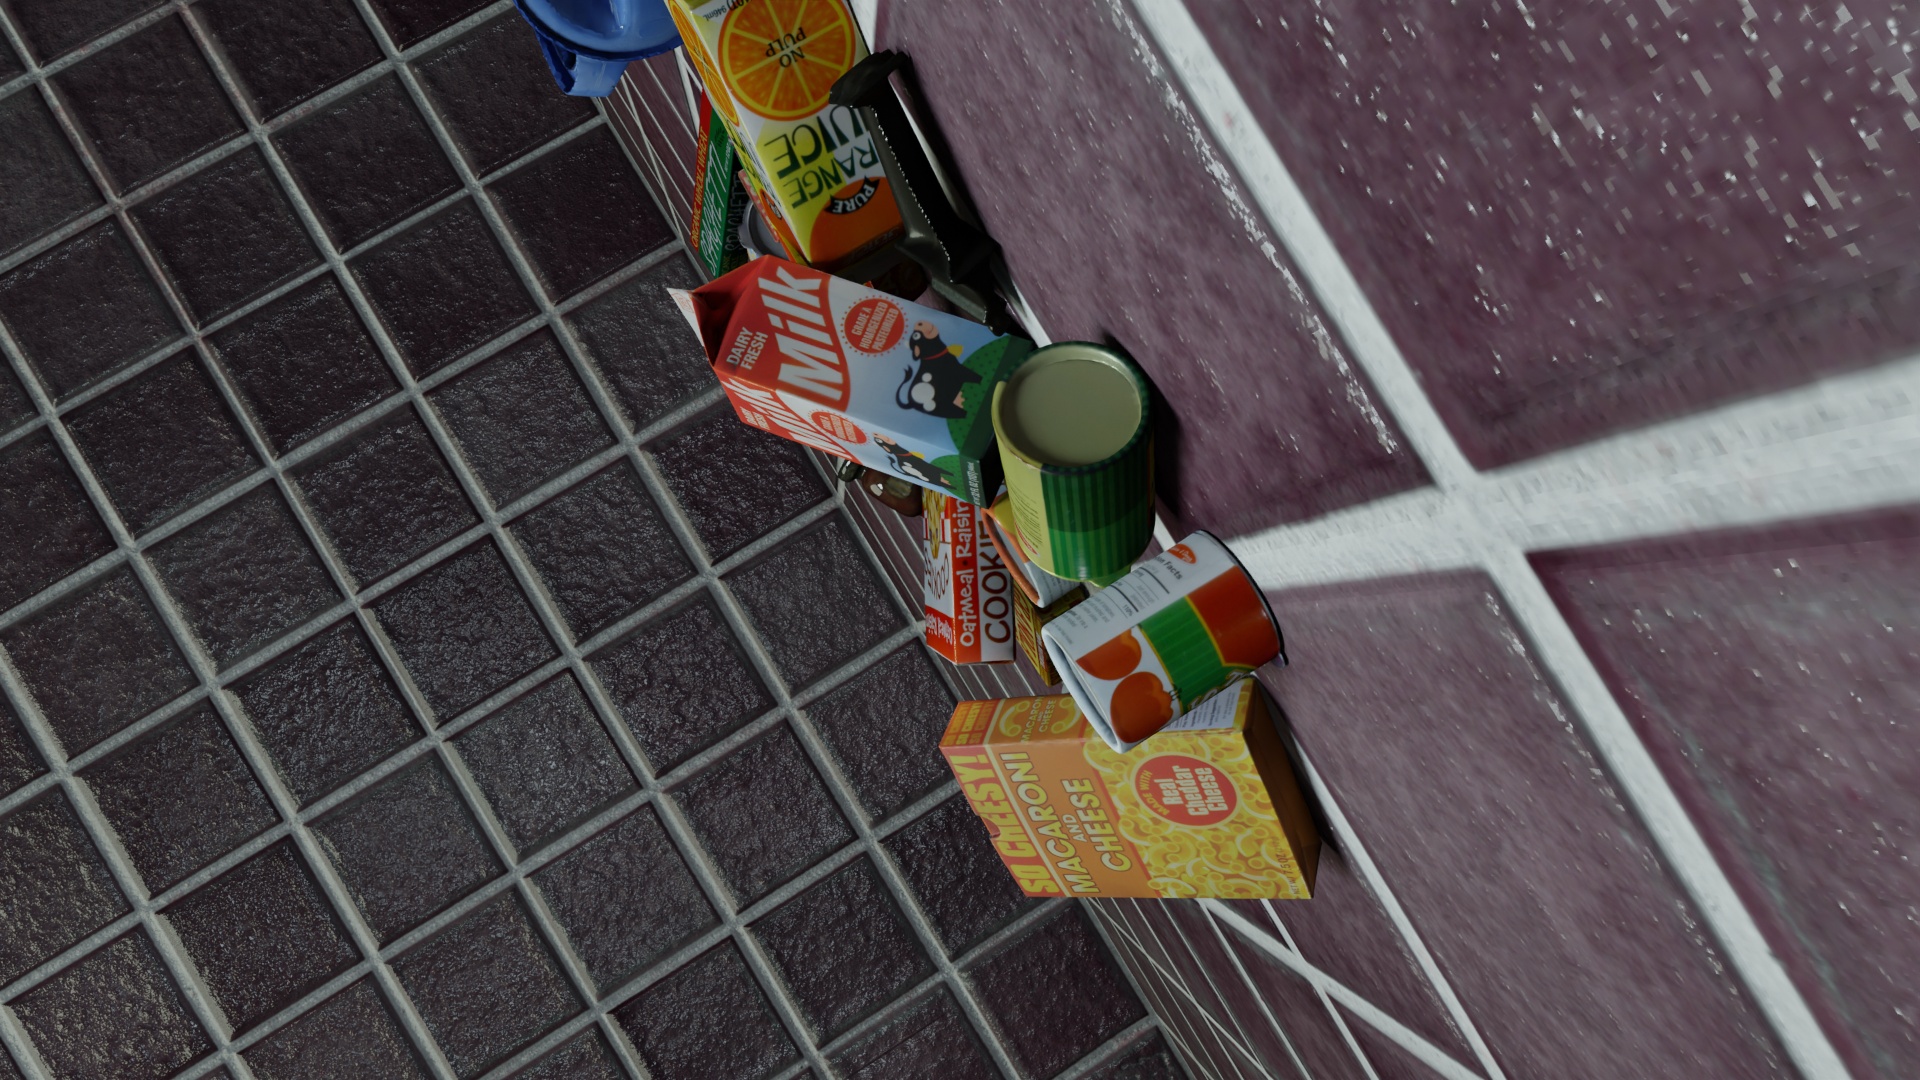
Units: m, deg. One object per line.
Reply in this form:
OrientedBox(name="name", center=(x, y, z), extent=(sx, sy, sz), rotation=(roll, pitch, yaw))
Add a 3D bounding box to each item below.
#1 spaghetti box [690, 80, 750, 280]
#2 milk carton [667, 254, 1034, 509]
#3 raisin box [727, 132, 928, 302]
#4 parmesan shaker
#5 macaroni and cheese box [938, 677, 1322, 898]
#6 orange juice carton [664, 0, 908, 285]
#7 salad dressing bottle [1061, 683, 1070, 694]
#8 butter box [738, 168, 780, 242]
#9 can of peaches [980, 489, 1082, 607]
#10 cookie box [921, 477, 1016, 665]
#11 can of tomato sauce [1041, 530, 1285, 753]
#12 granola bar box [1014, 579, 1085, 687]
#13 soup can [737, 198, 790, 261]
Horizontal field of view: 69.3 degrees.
OrientedBox(name="spaghetti box", center=(-0.175, -0.280, 1.046), extent=(0.050, 0.029, 0.249), rotation=(58, 157, 12))
OrientedBox(name="milk carton", center=(-0.061, -0.089, 0.735), extent=(0.191, 0.073, 0.072), rotation=(20, 164, 12))
OrientedBox(name="raisin box", center=(-0.080, -0.198, 0.841), extent=(0.086, 0.040, 0.123), rotation=(22, 148, 45))
OrientedBox(name="parmesan shaker", center=(0.053, -0.030, 0.602), extent=(0.071, 0.071, 0.102), rotation=(55, 172, 25))
OrientedBox(name="macaroni and cheese box", center=(0.088, 0.133, 0.723), extent=(0.123, 0.166, 0.040), rotation=(63, -146, -30))
OrientedBox(name="orange juice carton", center=(-0.078, -0.213, 0.721), extent=(0.073, 0.072, 0.191), rotation=(52, 170, 48))
OrientedBox(name="salad dressing bottle", center=(0.121, 0.138, 0.951), extent=(0.148, 0.044, 0.064), rotation=(49, 167, 54))
OrientedBox(name="butter box", center=(-0.114, -0.231, 0.950), extent=(0.053, 0.024, 0.104), rotation=(61, -165, -4))
OrientedBox(name="can of peaches", center=(0.050, -0.007, 0.762), extent=(0.071, 0.058, 0.071), rotation=(57, 173, 11))
OrientedBox(name="cookie box", center=(0.003, -0.011, 0.865), extent=(0.123, 0.040, 0.167), rotation=(-176, 84, -81))
OrientedBox(name="can of tomato sauce", center=(0.088, 0.046, 0.611), extent=(0.071, 0.083, 0.071), rotation=(58, 173, 11))
OrientedBox(name="granola bar box", center=(0.046, 0.028, 1.030), extent=(0.124, 0.039, 0.165), rotation=(57, 173, 21))
OrientedBox(name="soup can", center=(-0.131, -0.229, 1.043), extent=(0.071, 0.071, 0.084), rotation=(59, 173, -4))
